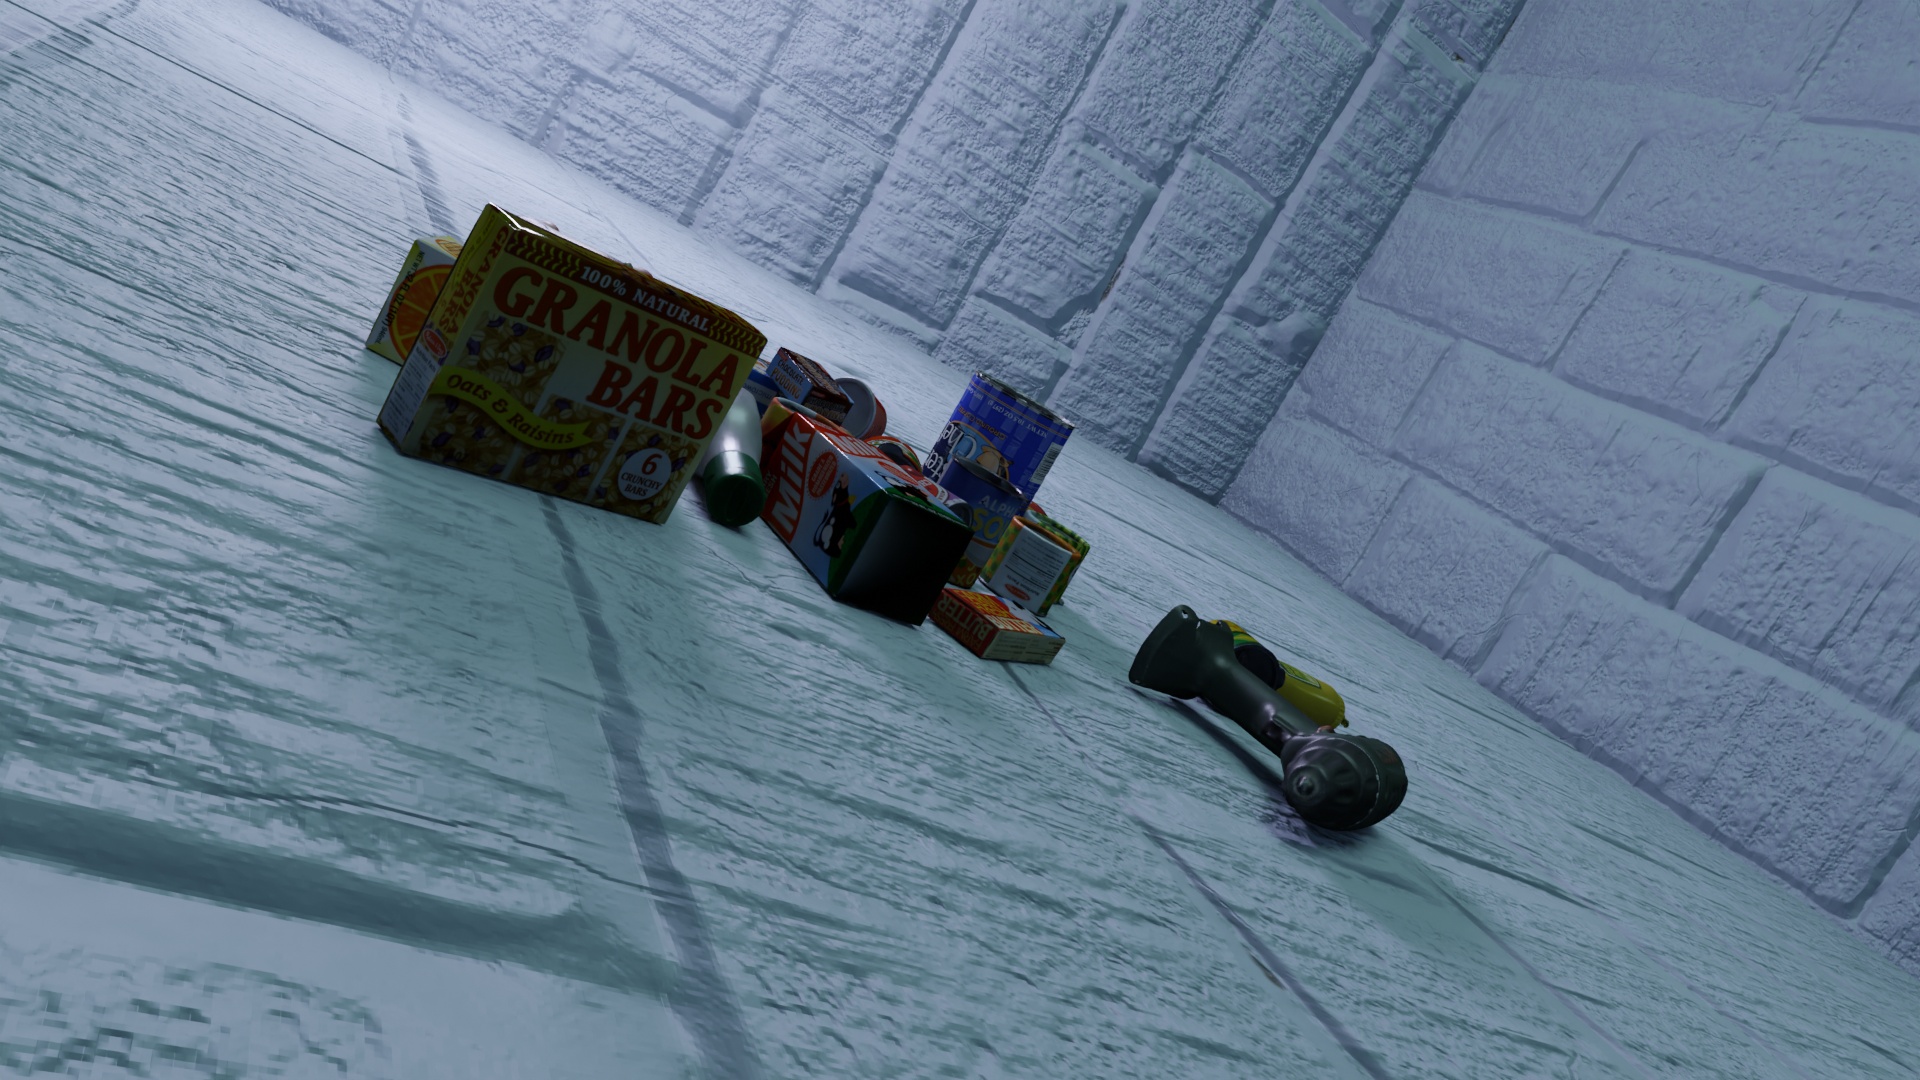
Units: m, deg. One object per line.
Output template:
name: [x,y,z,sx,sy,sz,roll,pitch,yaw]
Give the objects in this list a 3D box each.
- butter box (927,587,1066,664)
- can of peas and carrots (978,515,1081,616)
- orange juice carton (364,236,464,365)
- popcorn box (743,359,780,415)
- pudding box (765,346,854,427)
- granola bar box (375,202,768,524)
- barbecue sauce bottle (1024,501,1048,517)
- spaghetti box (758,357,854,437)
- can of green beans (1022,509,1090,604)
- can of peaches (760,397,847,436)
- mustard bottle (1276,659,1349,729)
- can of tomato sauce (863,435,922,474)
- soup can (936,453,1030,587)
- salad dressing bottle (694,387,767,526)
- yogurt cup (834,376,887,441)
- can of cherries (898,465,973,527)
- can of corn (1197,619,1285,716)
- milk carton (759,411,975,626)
butter box: [0.026,0.059,0.944,0.053,0.024,0.103,36,11,29]
can of peas and carrots: [0.056,0.020,1.136,0.071,0.058,0.071,30,9,-5]
orange juice carton: [-0.247,-0.107,0.844,0.193,0.071,0.073,28,10,-10]
popcorn box: [-0.238,-0.168,1.295,0.126,0.038,0.085,23,12,-36]
pudding box: [-0.138,-0.140,1.267,0.049,0.030,0.084,21,20,-40]
granola bar box: [-0.197,-0.086,0.725,0.039,0.124,0.165,39,12,38]
barbecue sauce bottle: [0.022,-0.034,1.359,0.148,0.043,0.065,19,14,-48]
spaghetti box: [-0.165,-0.131,1.347,0.050,0.028,0.251,24,11,-37]
can of green beans: [0.072,0.014,1.216,0.071,0.057,0.071,29,9,-5]
can of peaches: [-0.124,-0.068,1.051,0.071,0.058,0.071,29,9,-5]
mustard bottle: [0.306,0.143,1.269,0.160,0.048,0.065,23,13,-34]
can of tomato sauce: [-0.062,-0.047,1.096,0.071,0.071,0.083,29,9,-7]
soup can: [0.004,-0.013,1.074,0.071,0.083,0.071,29,9,-5]
salad dressing bottle: [-0.154,-0.057,0.915,0.044,0.064,0.148,18,21,-22]
yogurt cup: [-0.108,-0.124,1.384,0.072,0.072,0.054,33,2,20]
can of cherries: [-0.033,-0.015,1.015,0.058,0.071,0.071,34,10,25]
can of corn: [0.228,0.106,1.168,0.071,0.071,0.058,26,9,-24]
milk carton: [-0.077,-0.025,0.921,0.072,0.073,0.191,23,11,-37]
